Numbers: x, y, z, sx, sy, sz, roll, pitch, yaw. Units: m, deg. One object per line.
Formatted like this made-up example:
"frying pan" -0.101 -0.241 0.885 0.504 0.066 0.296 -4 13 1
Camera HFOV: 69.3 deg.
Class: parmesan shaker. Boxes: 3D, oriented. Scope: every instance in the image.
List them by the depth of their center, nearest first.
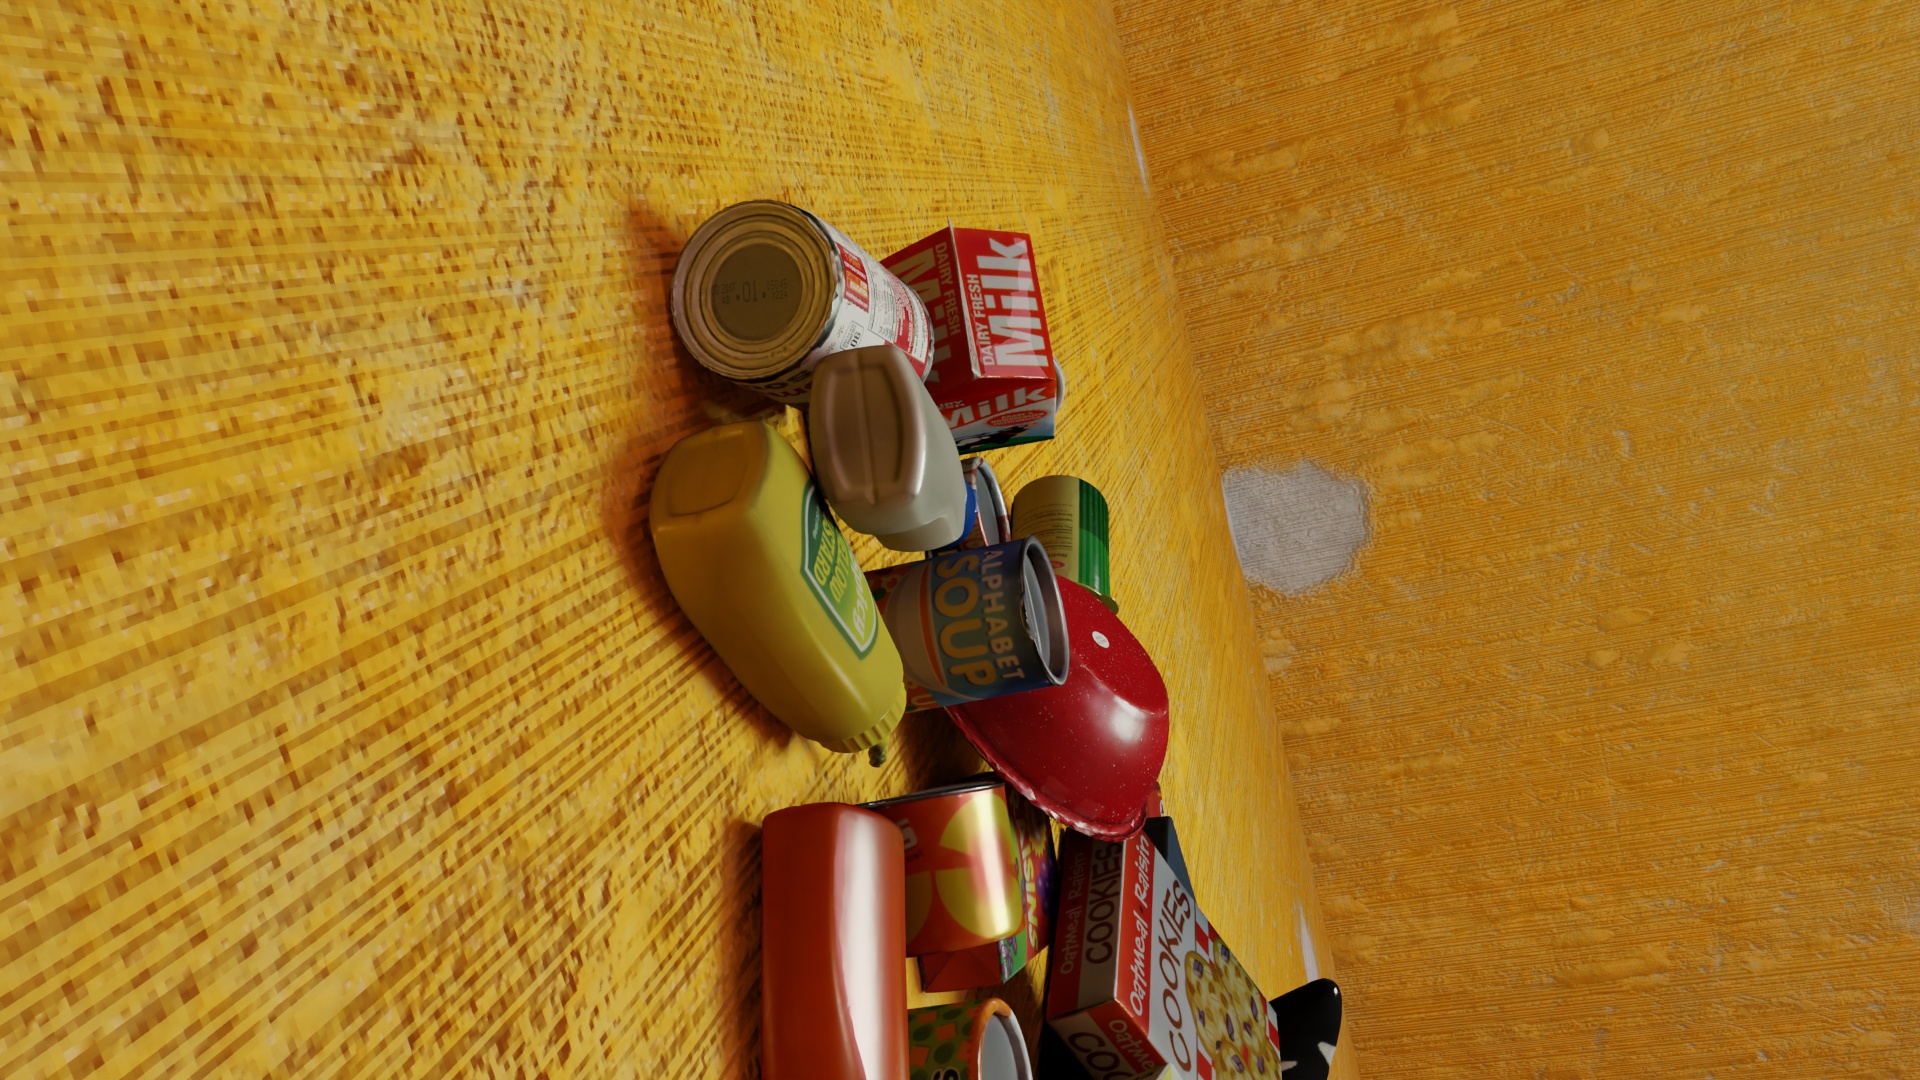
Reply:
"parmesan shaker" 0.066 0.014 0.885 0.103 0.071 0.071 -84 156 -48

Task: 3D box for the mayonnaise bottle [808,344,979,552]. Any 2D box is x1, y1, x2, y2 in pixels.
"mayonnaise bottle" -0.021 -0.025 0.535 0.148 0.041 0.065 52 30 -77

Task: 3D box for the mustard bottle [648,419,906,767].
"mustard bottle" -0.054 0.031 0.492 0.066 0.049 0.159 -90 160 -45

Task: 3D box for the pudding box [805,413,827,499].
"pudding box" -0.048 -0.059 0.619 0.049 0.030 0.083 10 69 -75

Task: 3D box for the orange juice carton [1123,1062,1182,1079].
"orange juice carton" 0.028 0.268 0.467 0.073 0.071 0.193 56 34 6

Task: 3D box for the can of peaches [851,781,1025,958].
"can of peaches" -0.013 0.127 0.538 0.071 0.071 0.058 20 60 -72

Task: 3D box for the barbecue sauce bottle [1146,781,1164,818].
"barbecue sauce bottle" 0.133 0.249 0.995 0.065 0.043 0.149 35 45 -69

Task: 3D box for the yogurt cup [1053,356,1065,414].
"yogurt cup" 0.029 -0.104 0.866 0.054 0.072 0.072 -92 164 -59

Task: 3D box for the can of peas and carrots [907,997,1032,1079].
"can of peas and carrots" -0.010 0.203 0.499 0.071 0.058 0.071 -14 91 -75

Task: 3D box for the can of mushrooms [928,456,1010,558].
"can of mushrooms" 0.003 -0.009 0.753 0.071 0.033 0.071 -13 91 -75

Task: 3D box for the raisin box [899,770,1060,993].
"raisin box" 0.013 0.155 0.653 0.123 0.040 0.086 14 65 -72

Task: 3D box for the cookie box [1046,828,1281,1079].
"cookie box" 0.105 0.236 0.690 0.167 0.040 0.123 54 24 -21

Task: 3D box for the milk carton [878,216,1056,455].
"milk carton" 0.006 -0.094 0.679 0.190 0.073 0.072 65 15 -82

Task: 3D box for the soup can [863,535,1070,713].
"soup can" -0.002 0.038 0.604 0.071 0.084 0.071 -14 91 -75

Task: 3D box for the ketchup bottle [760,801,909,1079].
"ketchup bottle" -0.040 0.164 0.451 0.064 0.043 0.149 52 30 -56
